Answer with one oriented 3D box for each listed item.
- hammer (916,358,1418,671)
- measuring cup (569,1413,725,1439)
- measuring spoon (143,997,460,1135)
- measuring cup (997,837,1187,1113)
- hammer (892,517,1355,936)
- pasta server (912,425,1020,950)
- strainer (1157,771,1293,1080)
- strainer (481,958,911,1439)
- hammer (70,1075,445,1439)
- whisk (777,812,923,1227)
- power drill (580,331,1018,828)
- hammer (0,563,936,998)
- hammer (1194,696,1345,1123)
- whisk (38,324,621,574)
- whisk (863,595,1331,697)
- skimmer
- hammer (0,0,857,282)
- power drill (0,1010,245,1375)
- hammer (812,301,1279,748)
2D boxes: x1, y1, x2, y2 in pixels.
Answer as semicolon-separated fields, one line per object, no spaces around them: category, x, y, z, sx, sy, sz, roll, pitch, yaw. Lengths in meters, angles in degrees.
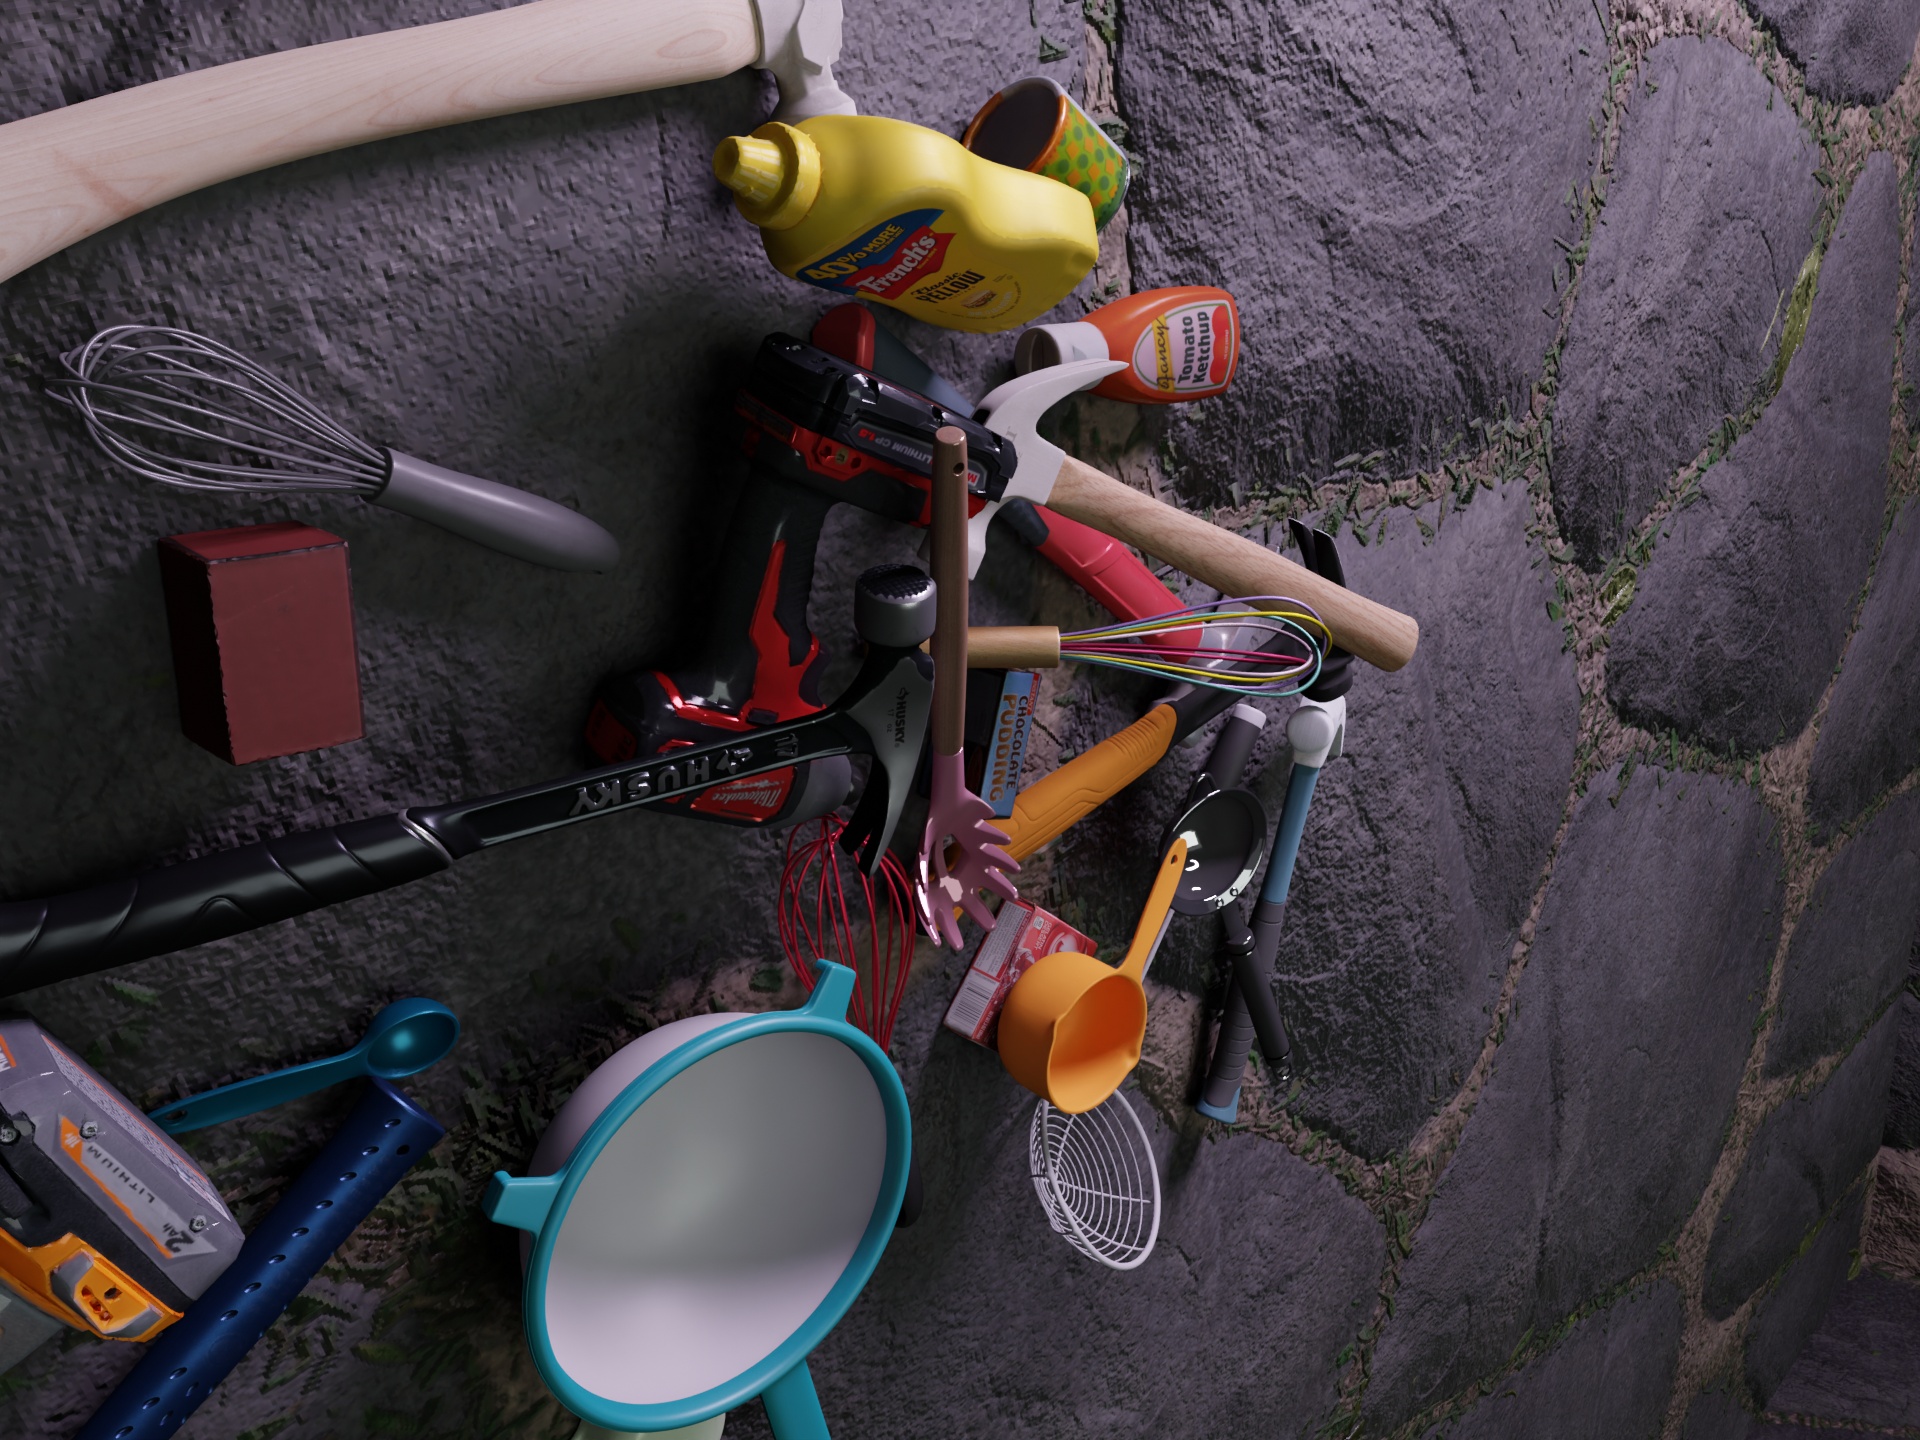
hammer;0.135;-0.093;0.864;0.331;0.031;0.130;19;97;-33
measuring cup;-0.191;0.386;0.809;0.167;0.038;0.083;-22;119;-41
measuring spoon;-0.274;0.142;0.661;0.128;0.021;0.042;-14;138;-32
measuring cup;0.080;0.143;0.942;0.095;0.052;0.174;33;79;-47
hammer;0.099;0.013;0.926;0.337;0.034;0.127;-34;131;-18
pasta server;-0.001;-0.002;0.756;0.060;0.040;0.316;-27;142;-25
strainer;0.172;0.133;1.008;0.087;0.050;0.258;-32;118;-19
strainer;-0.122;0.278;0.803;0.211;0.095;0.340;-31;126;-31
hammer;-0.353;0.315;0.617;0.405;0.035;0.143;-50;133;-18
whisk;-0.050;0.173;0.864;0.073;0.073;0.295;-32;130;-34
power drill;-0.071;-0.051;0.731;0.143;0.079;0.219;15;106;-42
hammer;-0.192;0.045;0.634;0.409;0.036;0.149;-15;128;-27
hammer;0.213;0.135;1.107;0.128;0.033;0.331;-32;135;-66
whisk;-0.225;-0.092;0.609;0.238;0.055;0.055;17;92;-51
whisk;0.072;-0.035;0.829;0.047;0.245;0.051;101;-11;-78
skimmer;0.141;0.165;1.026;0.127;0.090;0.363;29;82;-44
hammer;-0.209;-0.240;0.576;0.410;0.038;0.146;-32;123;-33
power drill;-0.383;0.208;0.528;0.226;0.084;0.164;-43;129;-22
hammer;0.060;-0.122;0.884;0.385;0.038;0.143;35;77;-46
